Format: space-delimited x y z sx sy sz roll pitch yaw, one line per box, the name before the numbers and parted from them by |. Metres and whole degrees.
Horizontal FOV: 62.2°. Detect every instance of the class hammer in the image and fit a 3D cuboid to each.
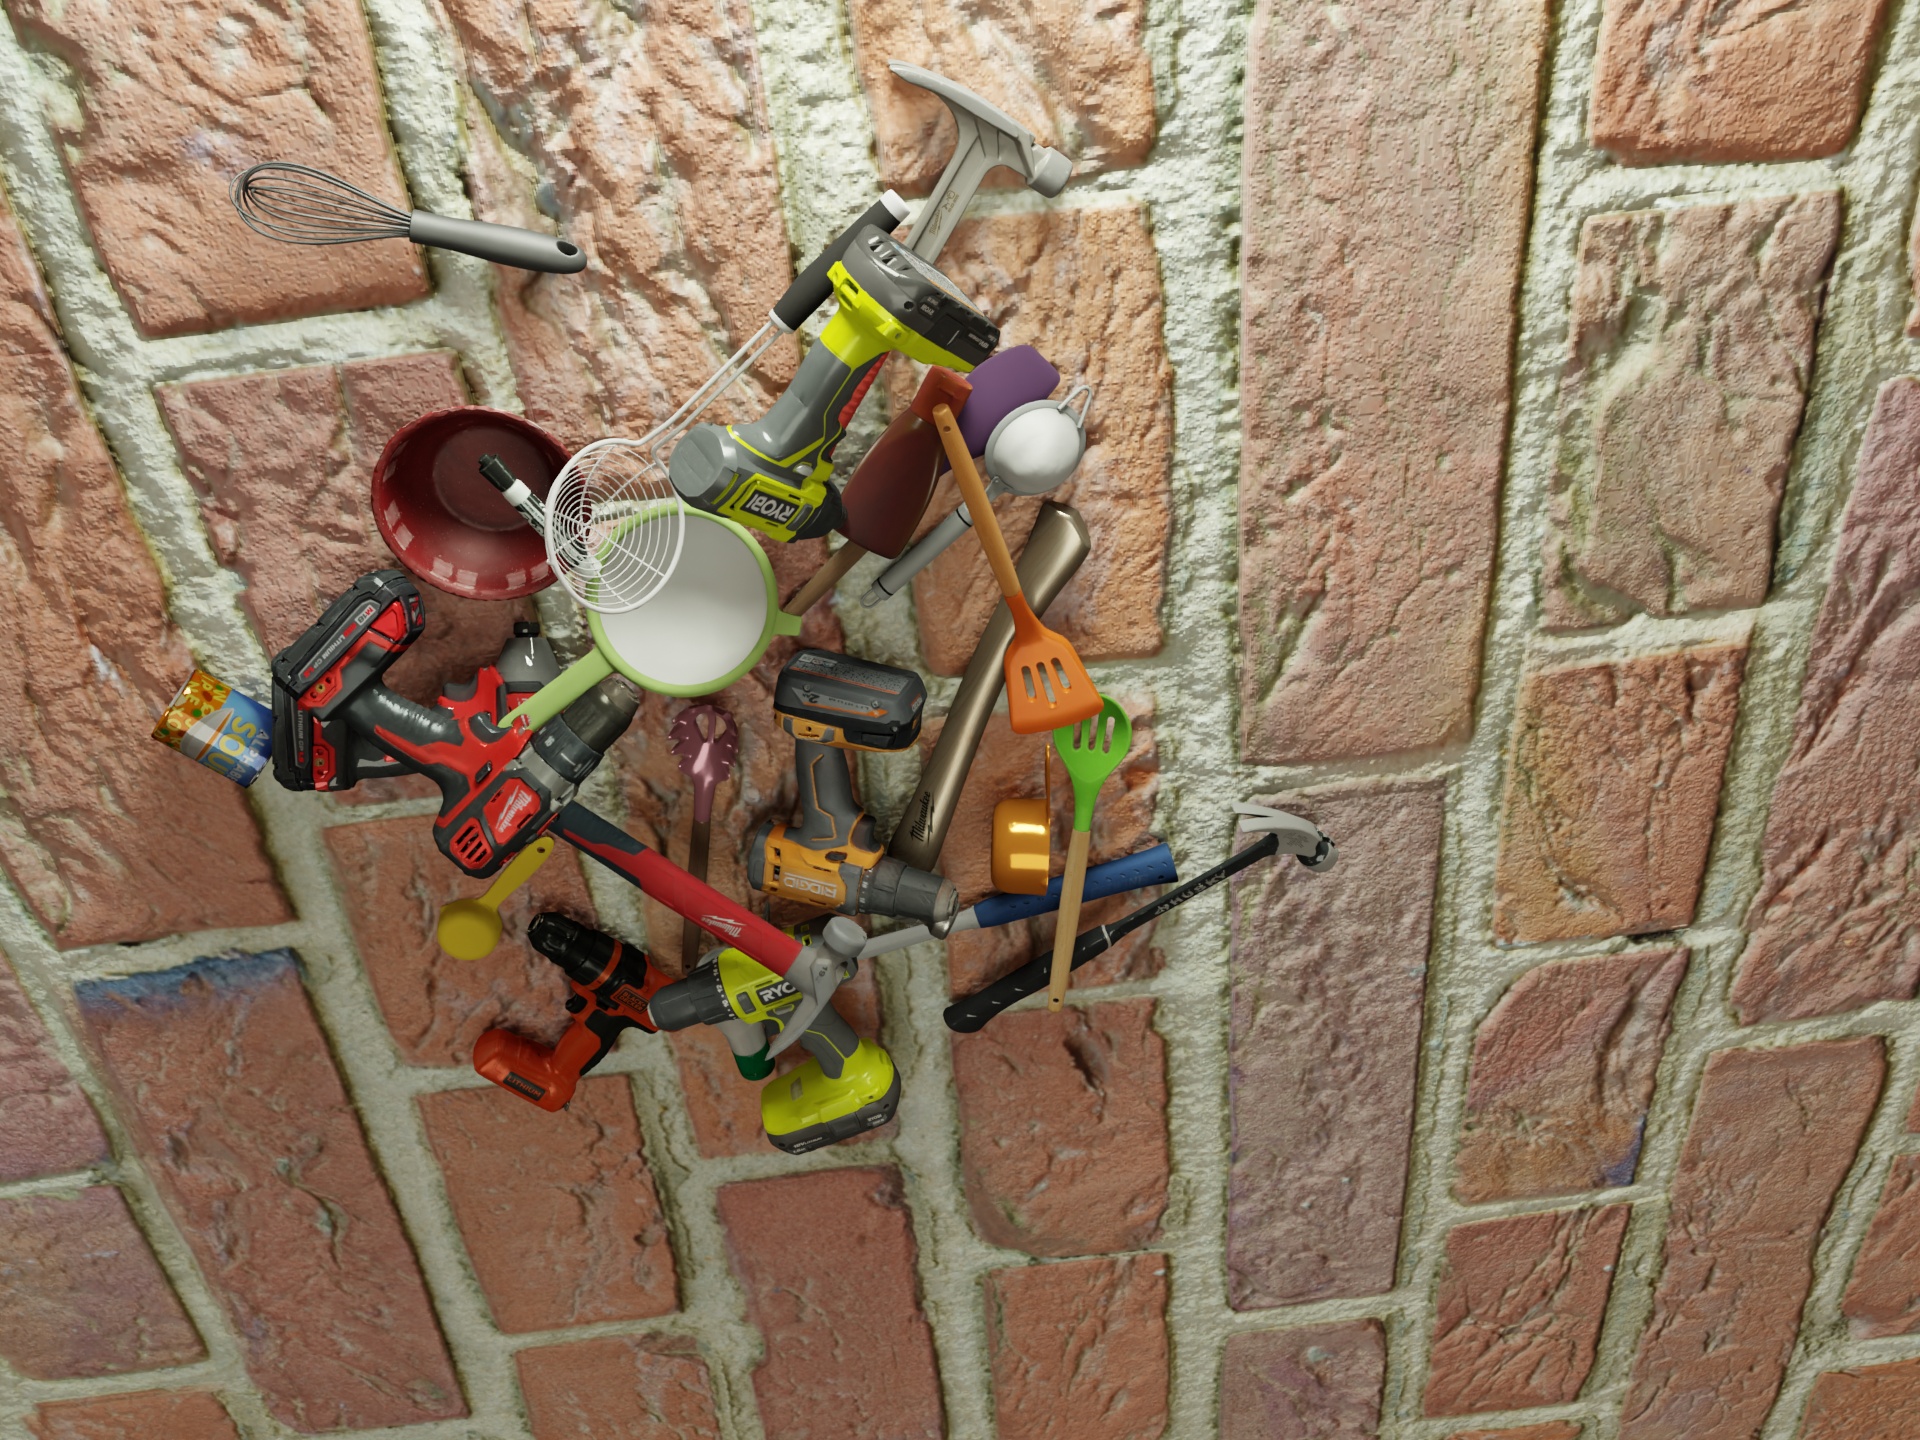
hammer | 0.150 0.195 1.496 0.409 0.036 0.149 -33 143 22
hammer | -0.278 0.139 1.364 0.386 0.038 0.143 33 106 -5
hammer | -0.072 -0.297 1.187 0.149 0.037 0.359 25 116 -21
hammer | 0.004 0.185 1.503 0.405 0.035 0.144 -16 123 3
hammer | -0.002 -0.004 1.370 0.146 0.038 0.410 25 113 3

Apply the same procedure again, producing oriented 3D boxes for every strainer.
strainer | 0.014 -0.169 1.279 0.258 0.050 0.086 -39 133 21
strainer | -0.260 -0.065 1.271 0.256 0.069 0.151 -37 96 5

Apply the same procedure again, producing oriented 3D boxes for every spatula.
spatula | 0.035 -0.112 1.240 0.081 0.041 0.322 -15 135 10
spatula | -0.047 -0.179 1.275 0.059 0.018 0.316 38 110 -23

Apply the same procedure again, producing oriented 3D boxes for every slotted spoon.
slotted spoon | 0.104 0.122 1.439 0.070 0.031 0.313 9 107 7

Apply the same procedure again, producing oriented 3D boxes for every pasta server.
pasta server | -0.236 0.113 1.426 0.060 0.040 0.316 11 122 0

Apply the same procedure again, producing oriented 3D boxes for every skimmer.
skimmer | -0.161 -0.227 1.143 0.363 0.090 0.127 -41 142 15

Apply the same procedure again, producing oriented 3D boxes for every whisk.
whisk | -0.383 -0.344 1.113 0.239 0.055 0.055 7 121 -16

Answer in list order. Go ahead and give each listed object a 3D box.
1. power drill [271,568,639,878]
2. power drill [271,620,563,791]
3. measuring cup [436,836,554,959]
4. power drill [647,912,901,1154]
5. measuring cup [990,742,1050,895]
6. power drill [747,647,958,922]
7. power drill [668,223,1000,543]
power drill | -0.377 -0.014 1.207 0.188 0.080 0.226 -45 100 0
power drill | -0.432 -0.009 1.284 0.219 0.078 0.143 0 90 -11
measuring cup | -0.417 0.162 1.437 0.062 0.029 0.156 35 114 -25
power drill | -0.166 0.296 1.481 0.190 0.080 0.228 -21 123 1
measuring cup | 0.053 0.083 1.403 0.052 0.095 0.173 1 134 2
power drill | -0.082 0.068 1.355 0.185 0.084 0.226 14 116 10
power drill | -0.084 -0.226 1.134 0.223 0.080 0.171 -47 154 17
